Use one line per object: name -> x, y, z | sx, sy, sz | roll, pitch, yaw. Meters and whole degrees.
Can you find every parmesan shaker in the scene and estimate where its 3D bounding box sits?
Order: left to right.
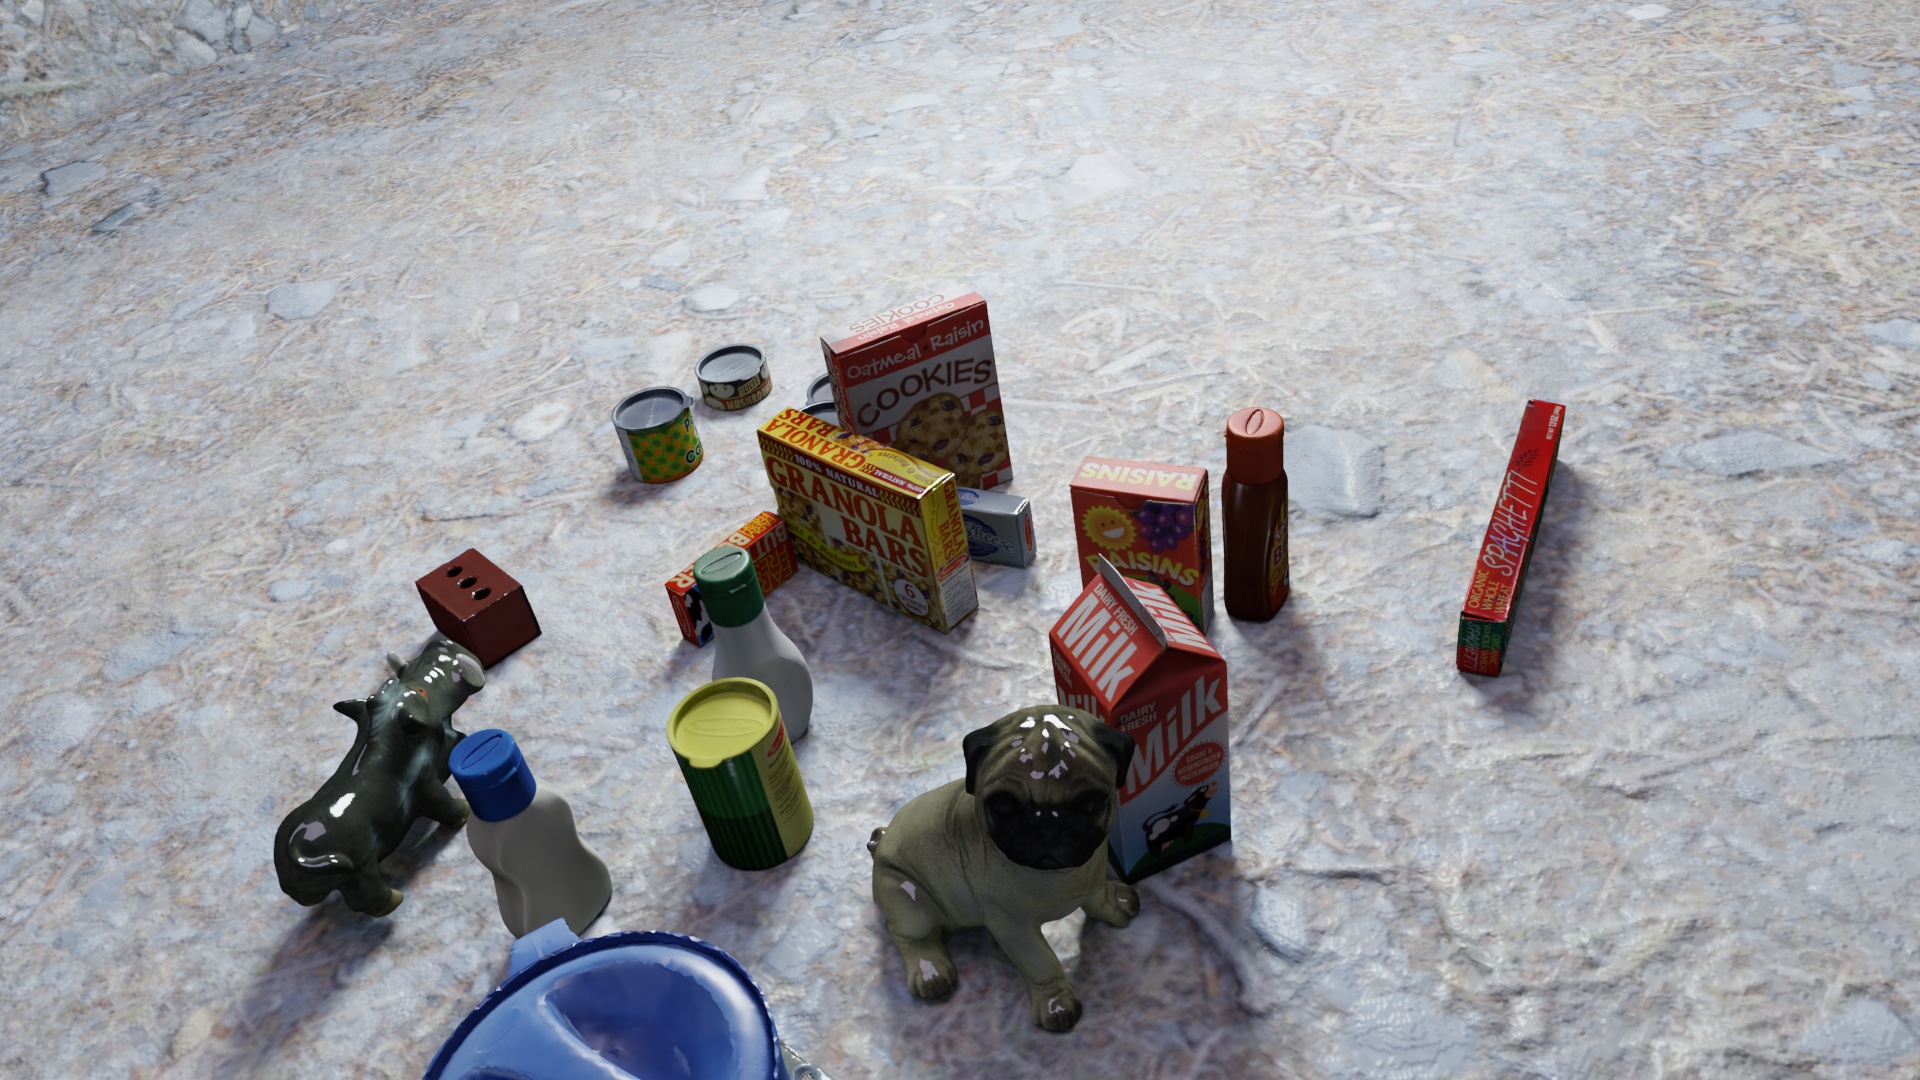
parmesan shaker -> -0.132, 0.144, 0.836 | 0.071, 0.102, 0.072 | -6, 38, 5

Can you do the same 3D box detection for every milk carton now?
milk carton -> 0.101, 0.097, 0.772 | 0.073, 0.189, 0.072 | -21, 39, -14

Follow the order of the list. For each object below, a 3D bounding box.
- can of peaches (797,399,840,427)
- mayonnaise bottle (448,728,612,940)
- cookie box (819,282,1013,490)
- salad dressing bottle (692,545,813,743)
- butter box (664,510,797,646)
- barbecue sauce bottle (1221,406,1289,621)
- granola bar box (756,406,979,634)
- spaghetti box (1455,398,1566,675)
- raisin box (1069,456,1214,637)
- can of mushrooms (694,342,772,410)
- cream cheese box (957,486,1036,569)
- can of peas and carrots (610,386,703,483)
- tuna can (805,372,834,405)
can of peaches -> -0.108, -0.072, 1.136 | 0.071, 0.057, 0.071 | -6, 38, 5
mayonnaise bottle -> -0.248, 0.170, 0.794 | 0.041, 0.147, 0.065 | 19, 47, 32
cookie box -> -0.030, -0.099, 1.065 | 0.123, 0.166, 0.040 | -23, 40, -16
salad dressing bottle -> -0.135, 0.070, 0.893 | 0.064, 0.146, 0.044 | -28, 41, -21
butter box -> -0.168, 0.027, 1.030 | 0.024, 0.052, 0.104 | 23, 49, 35
barbecue sauce bottle -> 0.197, -0.019, 0.929 | 0.043, 0.147, 0.065 | 8, 42, 22
granola bar box -> -0.068, -0.016, 1.004 | 0.166, 0.123, 0.039 | 24, 49, 35
spaghetti box -> 0.380, -0.008, 0.954 | 0.029, 0.050, 0.251 | 11, 43, 25
raisin box -> 0.123, 0.006, 0.935 | 0.086, 0.122, 0.040 | 8, 42, 22
can of mushrooms -> -0.207, -0.149, 1.274 | 0.071, 0.033, 0.071 | -6, 38, 5
cream cheese box -> 0.004, -0.013, 1.041 | 0.104, 0.053, 0.024 | 11, 43, 24
can of peas and carrots -> -0.257, -0.091, 1.193 | 0.071, 0.058, 0.071 | -6, 38, 5
tuna can -> -0.101, -0.119, 1.214 | 0.071, 0.032, 0.071 | -6, 38, 5
